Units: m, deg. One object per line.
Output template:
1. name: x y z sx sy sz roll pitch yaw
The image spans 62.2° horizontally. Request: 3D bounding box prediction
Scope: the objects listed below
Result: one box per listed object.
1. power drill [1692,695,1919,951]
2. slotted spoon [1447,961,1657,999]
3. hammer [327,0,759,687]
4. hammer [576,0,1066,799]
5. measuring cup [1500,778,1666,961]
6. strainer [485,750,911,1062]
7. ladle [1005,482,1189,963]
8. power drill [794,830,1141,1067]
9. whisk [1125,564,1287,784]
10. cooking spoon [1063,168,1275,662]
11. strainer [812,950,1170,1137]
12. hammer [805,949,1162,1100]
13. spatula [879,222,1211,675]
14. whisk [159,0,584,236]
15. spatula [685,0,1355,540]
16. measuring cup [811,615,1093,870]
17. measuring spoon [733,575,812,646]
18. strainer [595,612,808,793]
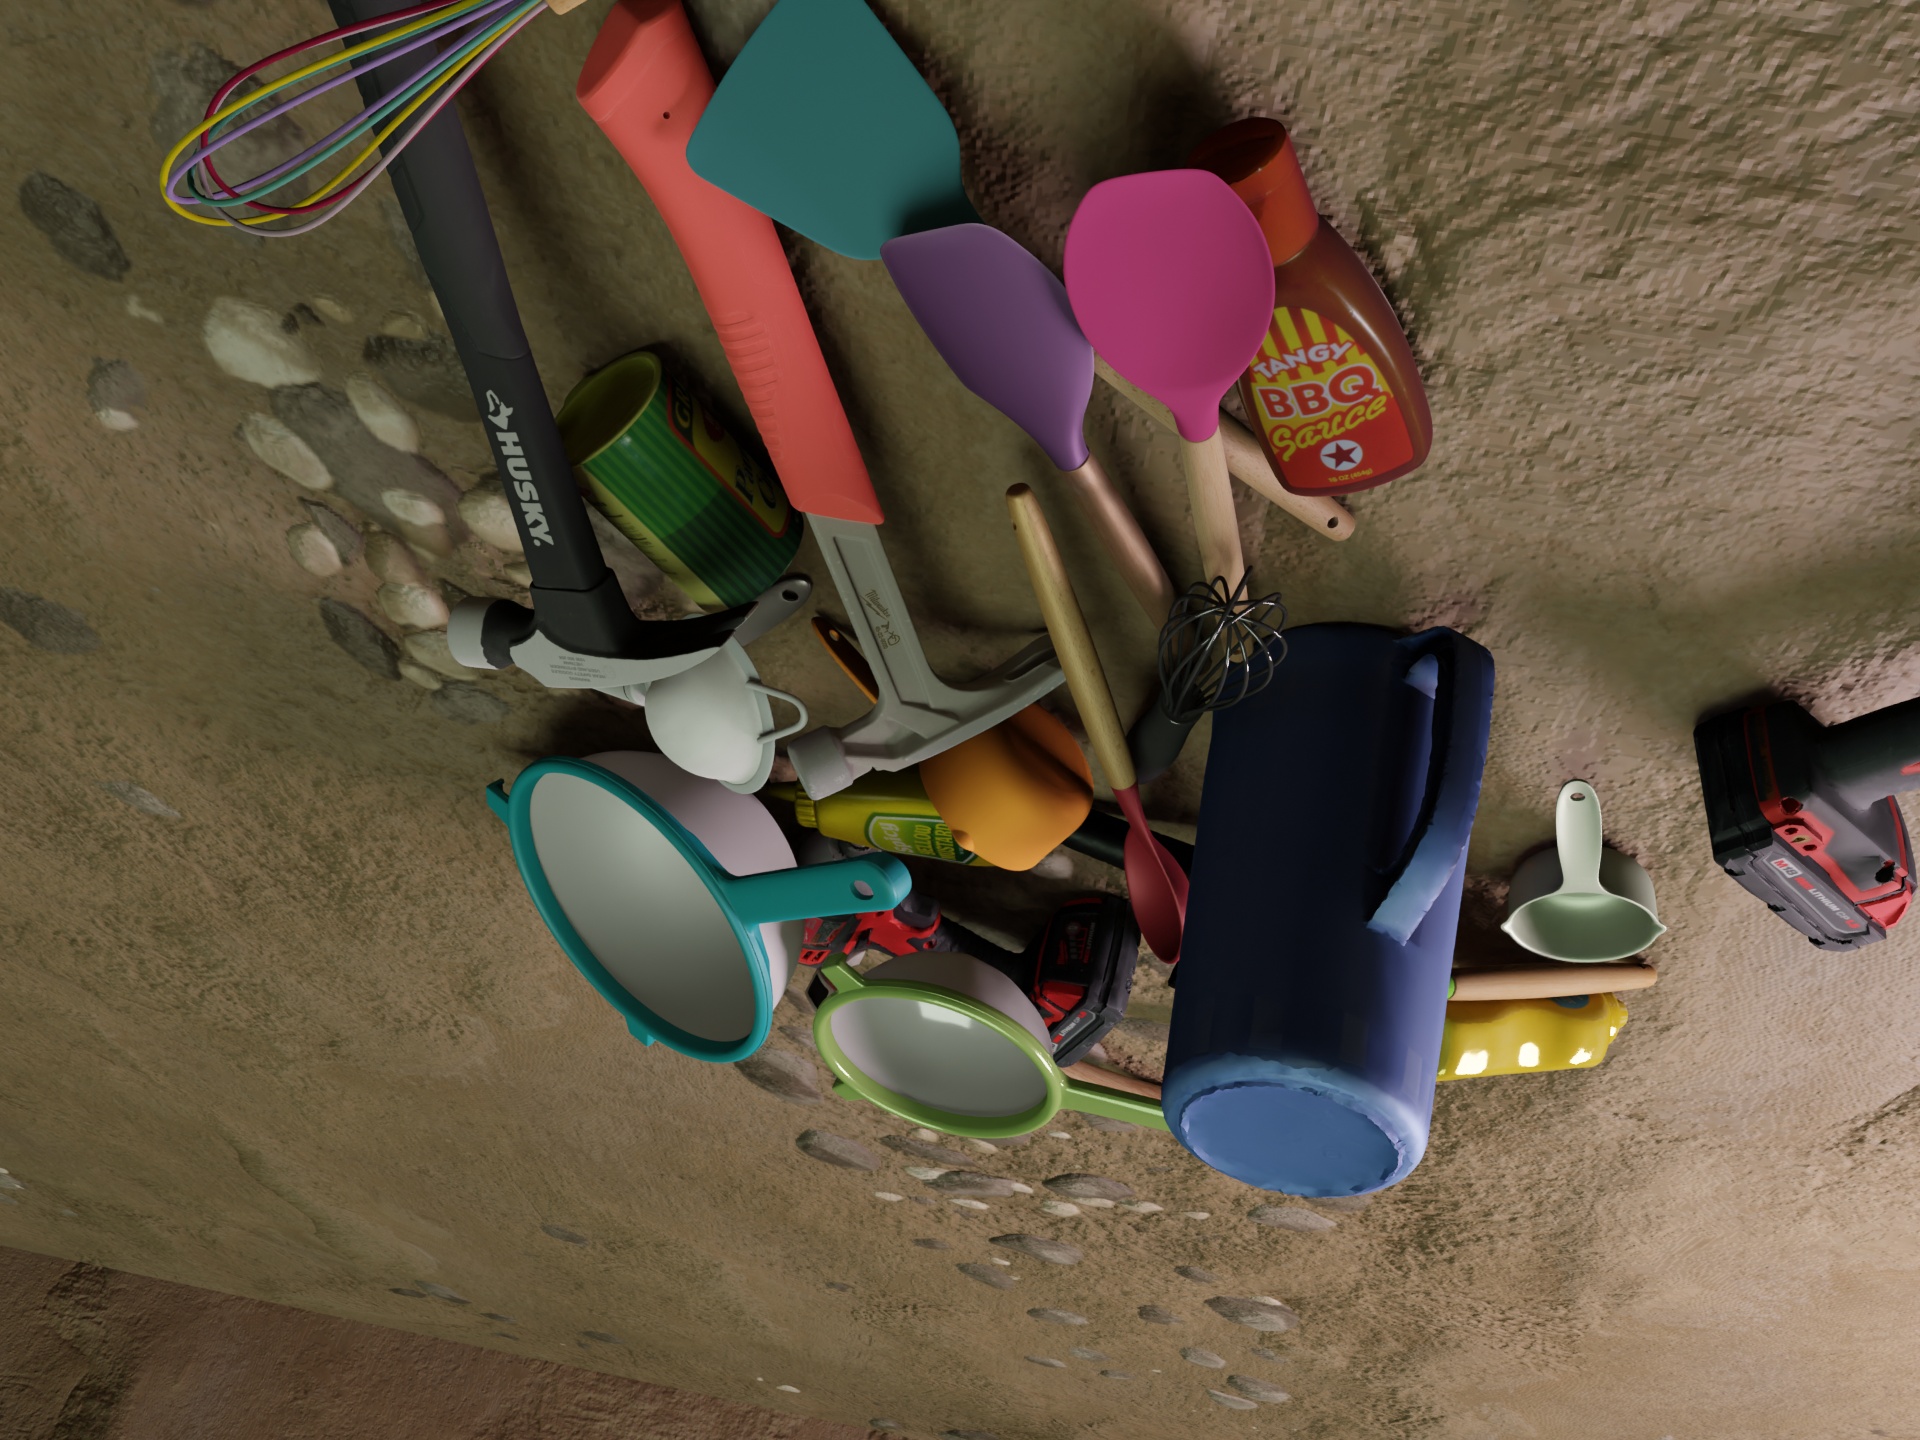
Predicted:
1. power drill: 0.466 0.025 0.689 0.187 0.080 0.226 33 138 -26
2. slotted spoon: 0.275 0.139 0.853 0.313 0.070 0.031 4 112 -33
3. hammer: -0.177 -0.154 0.600 0.146 0.035 0.334 6 128 22
4. hammer: -0.054 -0.120 0.658 0.149 0.037 0.358 -27 132 -7
5. measuring cup: 0.323 0.069 0.830 0.083 0.038 0.167 -2 141 21
6. strainer: -0.122 0.083 0.899 0.340 0.095 0.211 -13 110 47
7. ladle: 0.071 0.011 0.773 0.031 0.069 0.315 -29 131 -6
8. power drill: -0.006 0.131 0.994 0.219 0.079 0.143 21 144 -6
9. whisk: 0.105 -0.011 0.751 0.055 0.055 0.239 14 161 -1
10. cooking spoon: 0.096 -0.101 0.625 0.069 0.017 0.318 -2 154 14
11. strainer: 0.045 0.188 0.924 0.256 0.069 0.151 12 139 10
12. hammer: 0.034 0.235 1.120 0.331 0.031 0.130 25 -173 -32
13. spatula: 0.057 -0.094 0.652 0.060 0.018 0.315 -3 153 24
14. whisk: -0.151 -0.223 0.507 0.245 0.051 0.047 -26 137 10
15. spatula: 0.048 -0.151 0.608 0.317 0.044 0.082 29 110 -33
16. measuring cup: -0.001 -0.003 0.815 0.052 0.095 0.173 -39 100 28
17. measuring spoon: -0.116 -0.043 0.831 0.034 0.018 0.124 32 140 -25
18. strainer: -0.154 -0.014 0.781 0.259 0.050 0.086 14 118 57
